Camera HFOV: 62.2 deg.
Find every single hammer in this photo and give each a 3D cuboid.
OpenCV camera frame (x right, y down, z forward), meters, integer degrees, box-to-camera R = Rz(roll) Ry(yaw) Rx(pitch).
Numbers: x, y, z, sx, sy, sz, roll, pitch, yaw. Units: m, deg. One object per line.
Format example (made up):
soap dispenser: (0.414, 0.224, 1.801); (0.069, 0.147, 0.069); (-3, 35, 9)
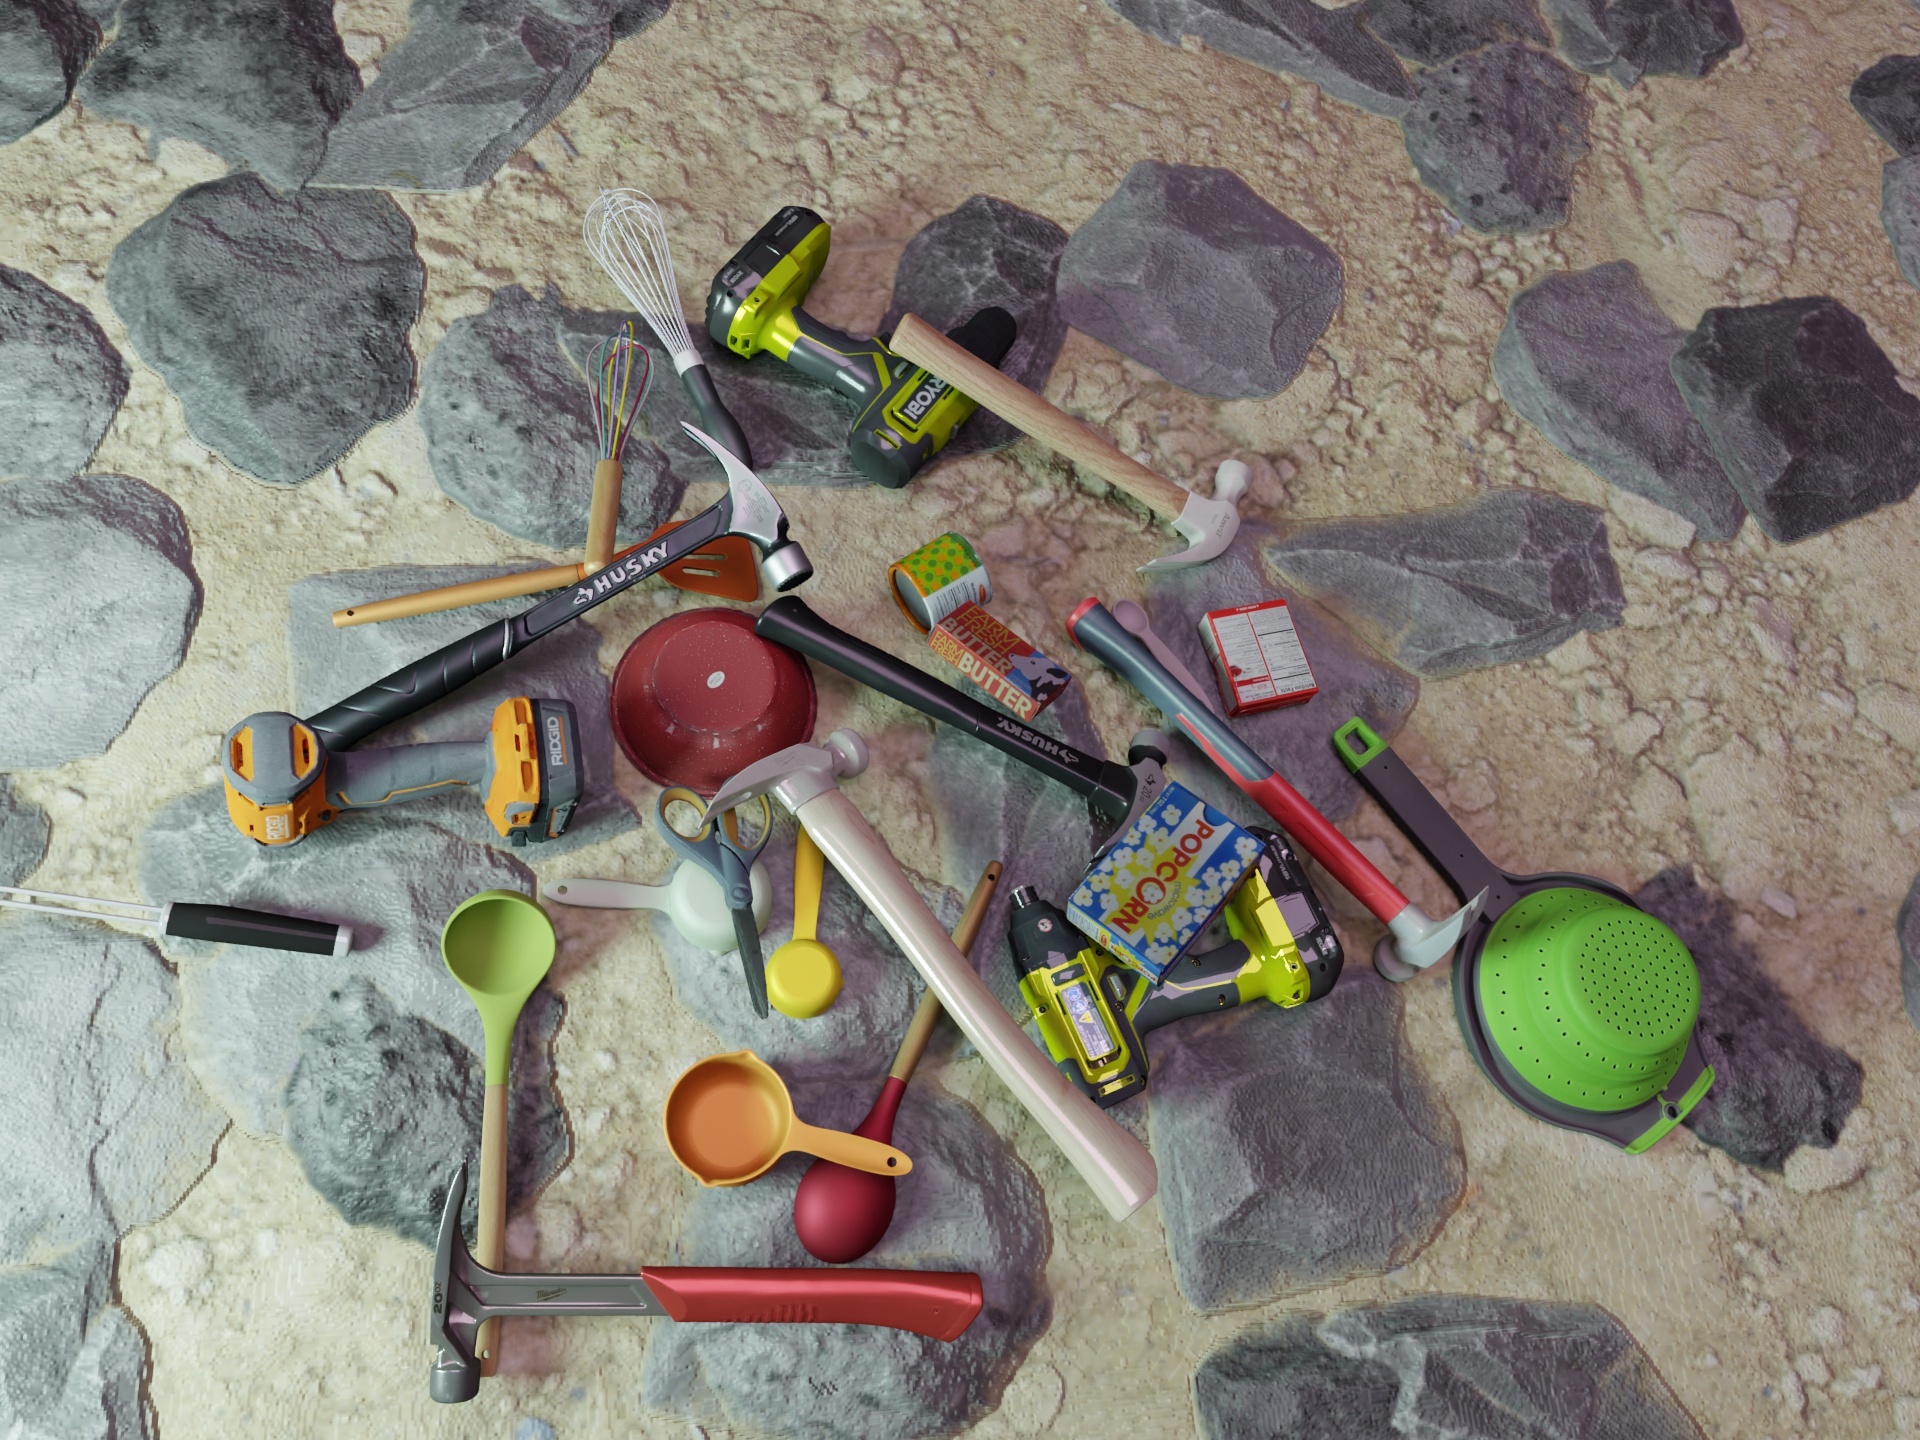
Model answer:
hammer: (-0.321, -0.075, 1.178); (0.409, 0.036, 0.149); (-29, 84, -5)
hammer: (-0.002, -0.004, 1.210); (0.334, 0.035, 0.146); (27, 44, -2)
hammer: (-0.015, 0.181, 1.119); (0.146, 0.038, 0.411); (-25, 67, -41)
hammer: (-0.162, 0.371, 1.054); (0.359, 0.037, 0.149); (5, 86, -13)
hammer: (0.231, 0.036, 1.226); (0.038, 0.143, 0.386); (-39, 75, -24)
hammer: (0.088, -0.232, 1.314); (0.331, 0.031, 0.130); (29, 68, -13)

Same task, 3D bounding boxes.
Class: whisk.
whisk: (-0.278, -0.218, 1.270); (0.047, 0.051, 0.245); (-15, 59, 27)
whisk: (-0.240, -0.324, 1.324); (0.070, 0.070, 0.285); (-24, 79, -17)

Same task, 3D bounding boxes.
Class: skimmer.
skimmer: (-0.611, 0.134, 1.099); (0.363, 0.090, 0.127); (11, 65, -16)

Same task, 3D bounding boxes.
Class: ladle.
ladle: (-0.034, 0.239, 1.155); (0.069, 0.031, 0.315); (25, 65, 0)
ladle: (-0.317, 0.274, 1.079); (0.078, 0.062, 0.320); (0, 72, -9)

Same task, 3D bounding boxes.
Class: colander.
colander: (0.441, 0.144, 1.231); (0.204, 0.094, 0.397); (-35, 78, -20)

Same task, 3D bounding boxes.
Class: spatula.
spatula: (-0.322, -0.106, 1.244); (0.322, 0.041, 0.081); (-12, 70, -9)

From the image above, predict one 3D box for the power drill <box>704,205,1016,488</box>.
power drill: (-0.080, -0.326, 1.341); (0.228, 0.080, 0.190); (36, 68, 3)

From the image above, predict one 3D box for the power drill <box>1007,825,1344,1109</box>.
power drill: (0.154, 0.172, 1.185); (0.223, 0.080, 0.171); (-21, 74, -13)

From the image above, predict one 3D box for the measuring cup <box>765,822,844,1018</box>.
measuring cup: (-0.113, 0.141, 1.176); (0.062, 0.029, 0.157); (4, 70, -8)

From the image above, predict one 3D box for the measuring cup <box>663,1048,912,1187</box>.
measuring cup: (-0.119, 0.290, 1.103); (0.173, 0.052, 0.095); (16, 67, -1)

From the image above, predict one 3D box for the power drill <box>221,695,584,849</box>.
power drill: (-0.391, 0.046, 1.114); (0.226, 0.164, 0.084); (-3, 69, -24)

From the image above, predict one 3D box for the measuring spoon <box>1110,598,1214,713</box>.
measuring spoon: (0.164, -0.047, 1.306); (0.124, 0.018, 0.034); (51, 47, 5)

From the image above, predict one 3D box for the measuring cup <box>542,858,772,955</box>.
measuring cup: (-0.220, 0.125, 1.160); (0.167, 0.038, 0.083); (5, 68, -10)
